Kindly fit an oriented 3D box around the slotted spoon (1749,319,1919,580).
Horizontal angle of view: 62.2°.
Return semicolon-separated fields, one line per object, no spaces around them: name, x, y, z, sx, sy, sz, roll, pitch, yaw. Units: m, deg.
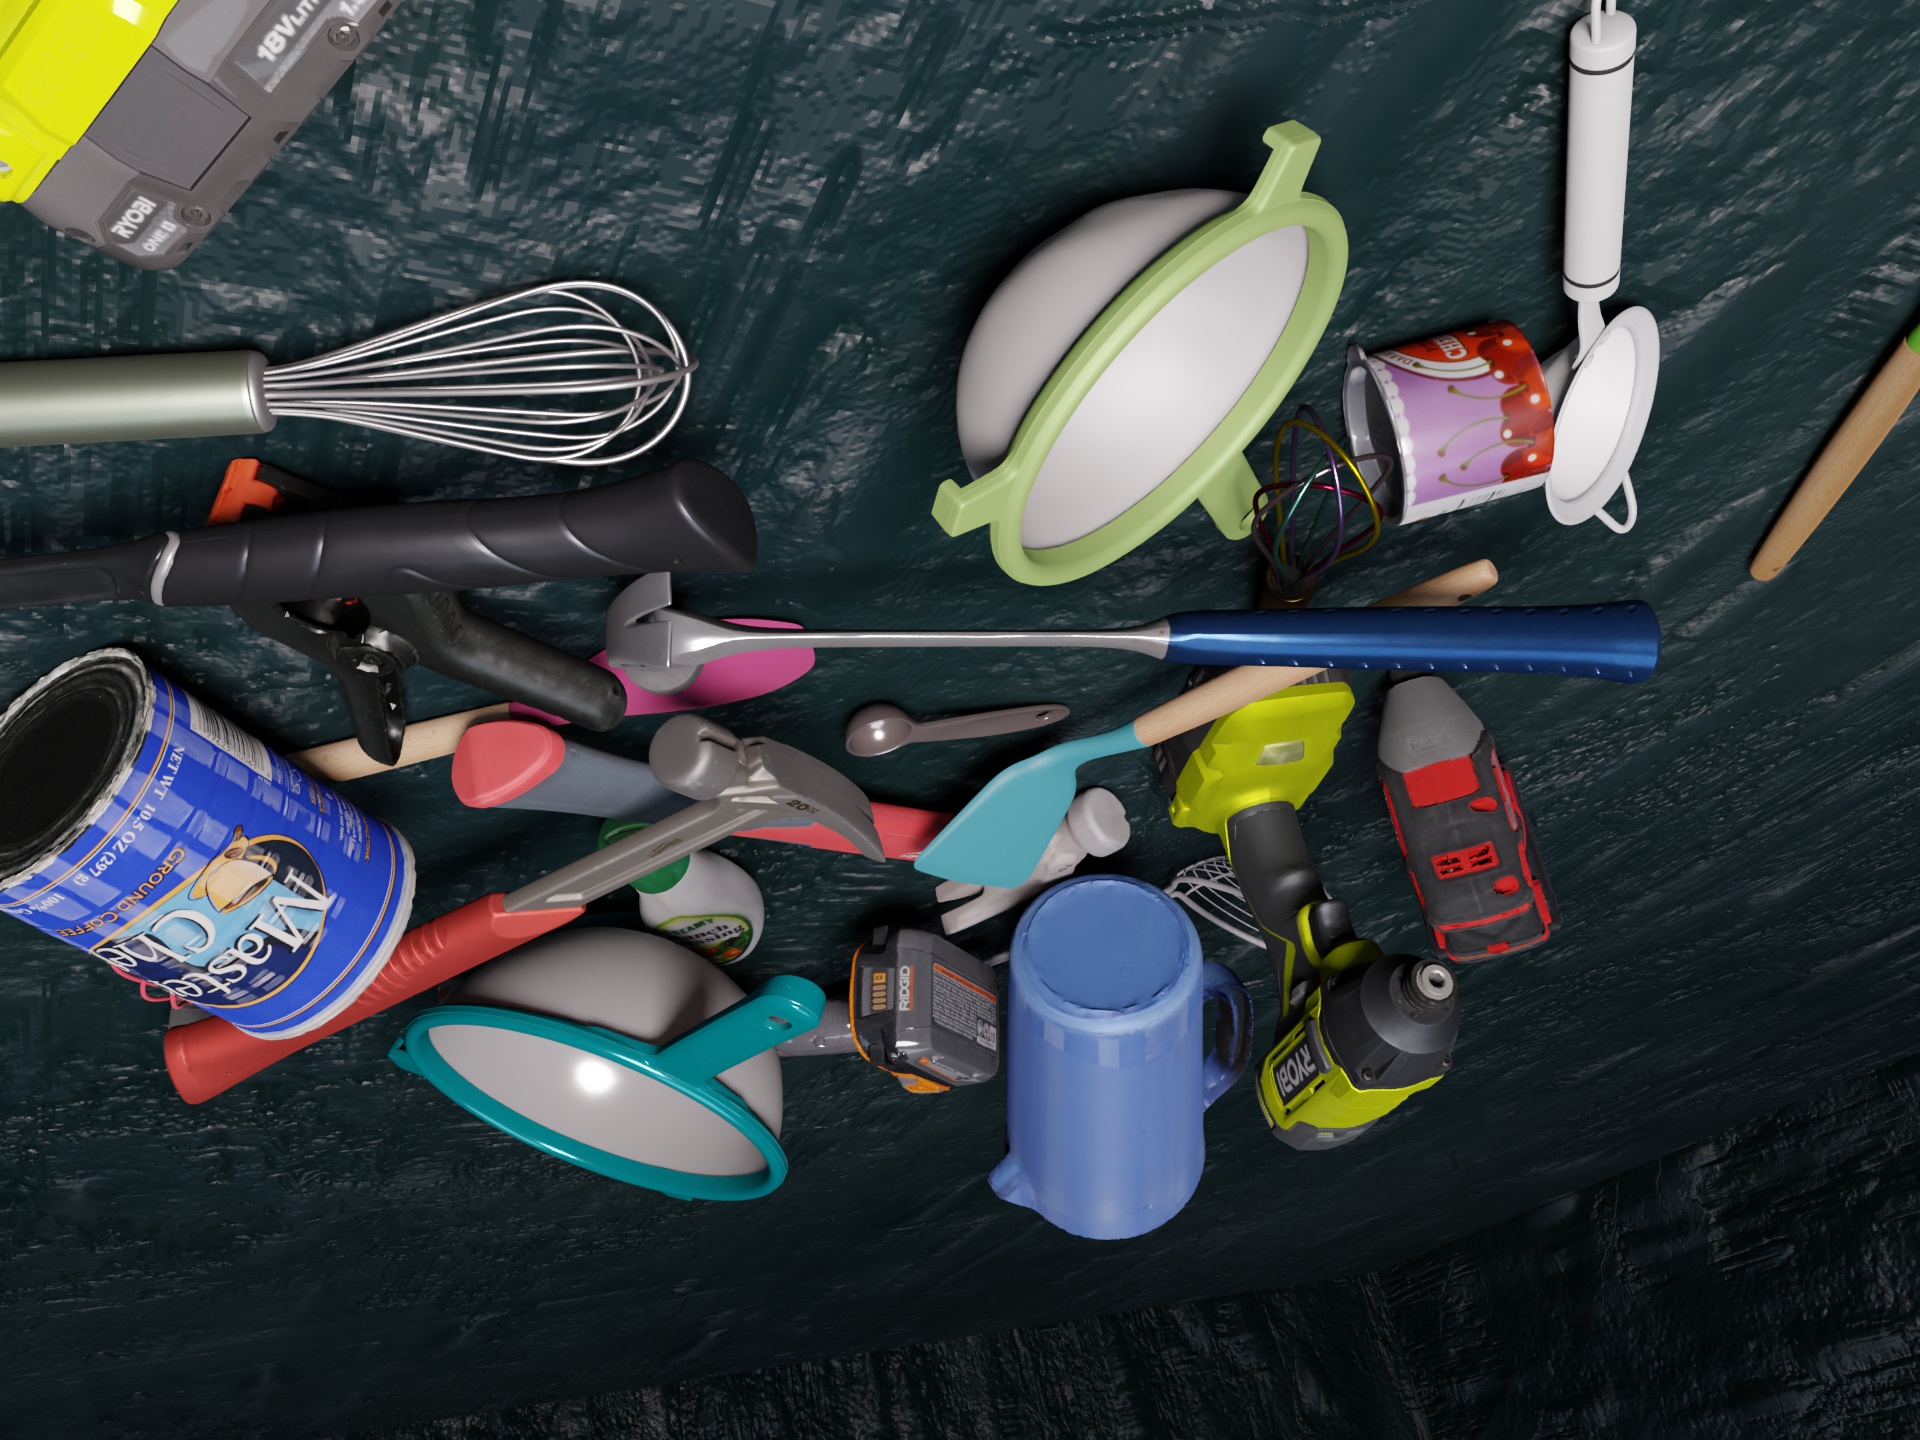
slotted spoon;0.406;-0.146;0.685;0.070;0.031;0.313;-13;153;-2

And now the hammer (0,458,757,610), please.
hammer;-0.269;-0.042;0.506;0.409;0.036;0.149;-5;152;1

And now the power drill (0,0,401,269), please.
power drill;-0.214;-0.193;0.271;0.190;0.080;0.228;-31;145;30

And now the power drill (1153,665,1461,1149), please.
power drill;0.173;0.081;0.784;0.080;0.223;0.171;-7;151;-13

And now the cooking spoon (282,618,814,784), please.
cooking spoon;-0.219;0.006;0.693;0.319;0.017;0.068;-14;151;-1

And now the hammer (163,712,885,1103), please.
hammer;-0.215;0.099;0.726;0.359;0.037;0.149;-26;152;18

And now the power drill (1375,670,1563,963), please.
power drill;0.279;0.057;0.893;0.078;0.143;0.219;-18;158;17

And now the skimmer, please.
skimmer;0.074;0.170;1.047;0.363;0.090;0.127;-19;152;11

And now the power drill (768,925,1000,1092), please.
power drill;-0.106;0.182;0.973;0.226;0.084;0.164;-9;155;22

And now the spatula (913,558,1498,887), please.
spatula;0.109;0.006;0.746;0.082;0.044;0.317;17;146;-43

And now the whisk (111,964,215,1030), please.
whisk;-0.392;0.131;0.810;0.073;0.073;0.295;0;155;-24

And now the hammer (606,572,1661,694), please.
hammer;0.068;-0.031;0.610;0.405;0.035;0.144;0;177;-5

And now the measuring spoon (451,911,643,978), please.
measuring spoon;-0.241;0.128;0.902;0.128;0.021;0.042;-8;152;-8

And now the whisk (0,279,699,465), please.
whisk;-0.204;-0.101;0.483;0.246;0.059;0.057;-5;114;-8

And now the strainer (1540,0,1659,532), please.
strainer;0.225;-0.156;0.572;0.087;0.050;0.258;-52;148;-15

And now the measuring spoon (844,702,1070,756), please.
measuring spoon;-0.001;-0.003;0.785;0.124;0.018;0.034;-6;150;-27

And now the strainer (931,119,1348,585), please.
strainer;0.066;-0.115;0.565;0.151;0.069;0.256;-47;163;9

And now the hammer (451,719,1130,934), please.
hammer;-0.084;0.057;0.806;0.143;0.038;0.386;-33;150;34

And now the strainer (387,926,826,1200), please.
strainer;-0.146;0.148;0.806;0.211;0.095;0.340;32;143;-18

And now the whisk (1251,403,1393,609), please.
whisk;0.140;-0.062;0.656;0.047;0.051;0.244;22;170;11
